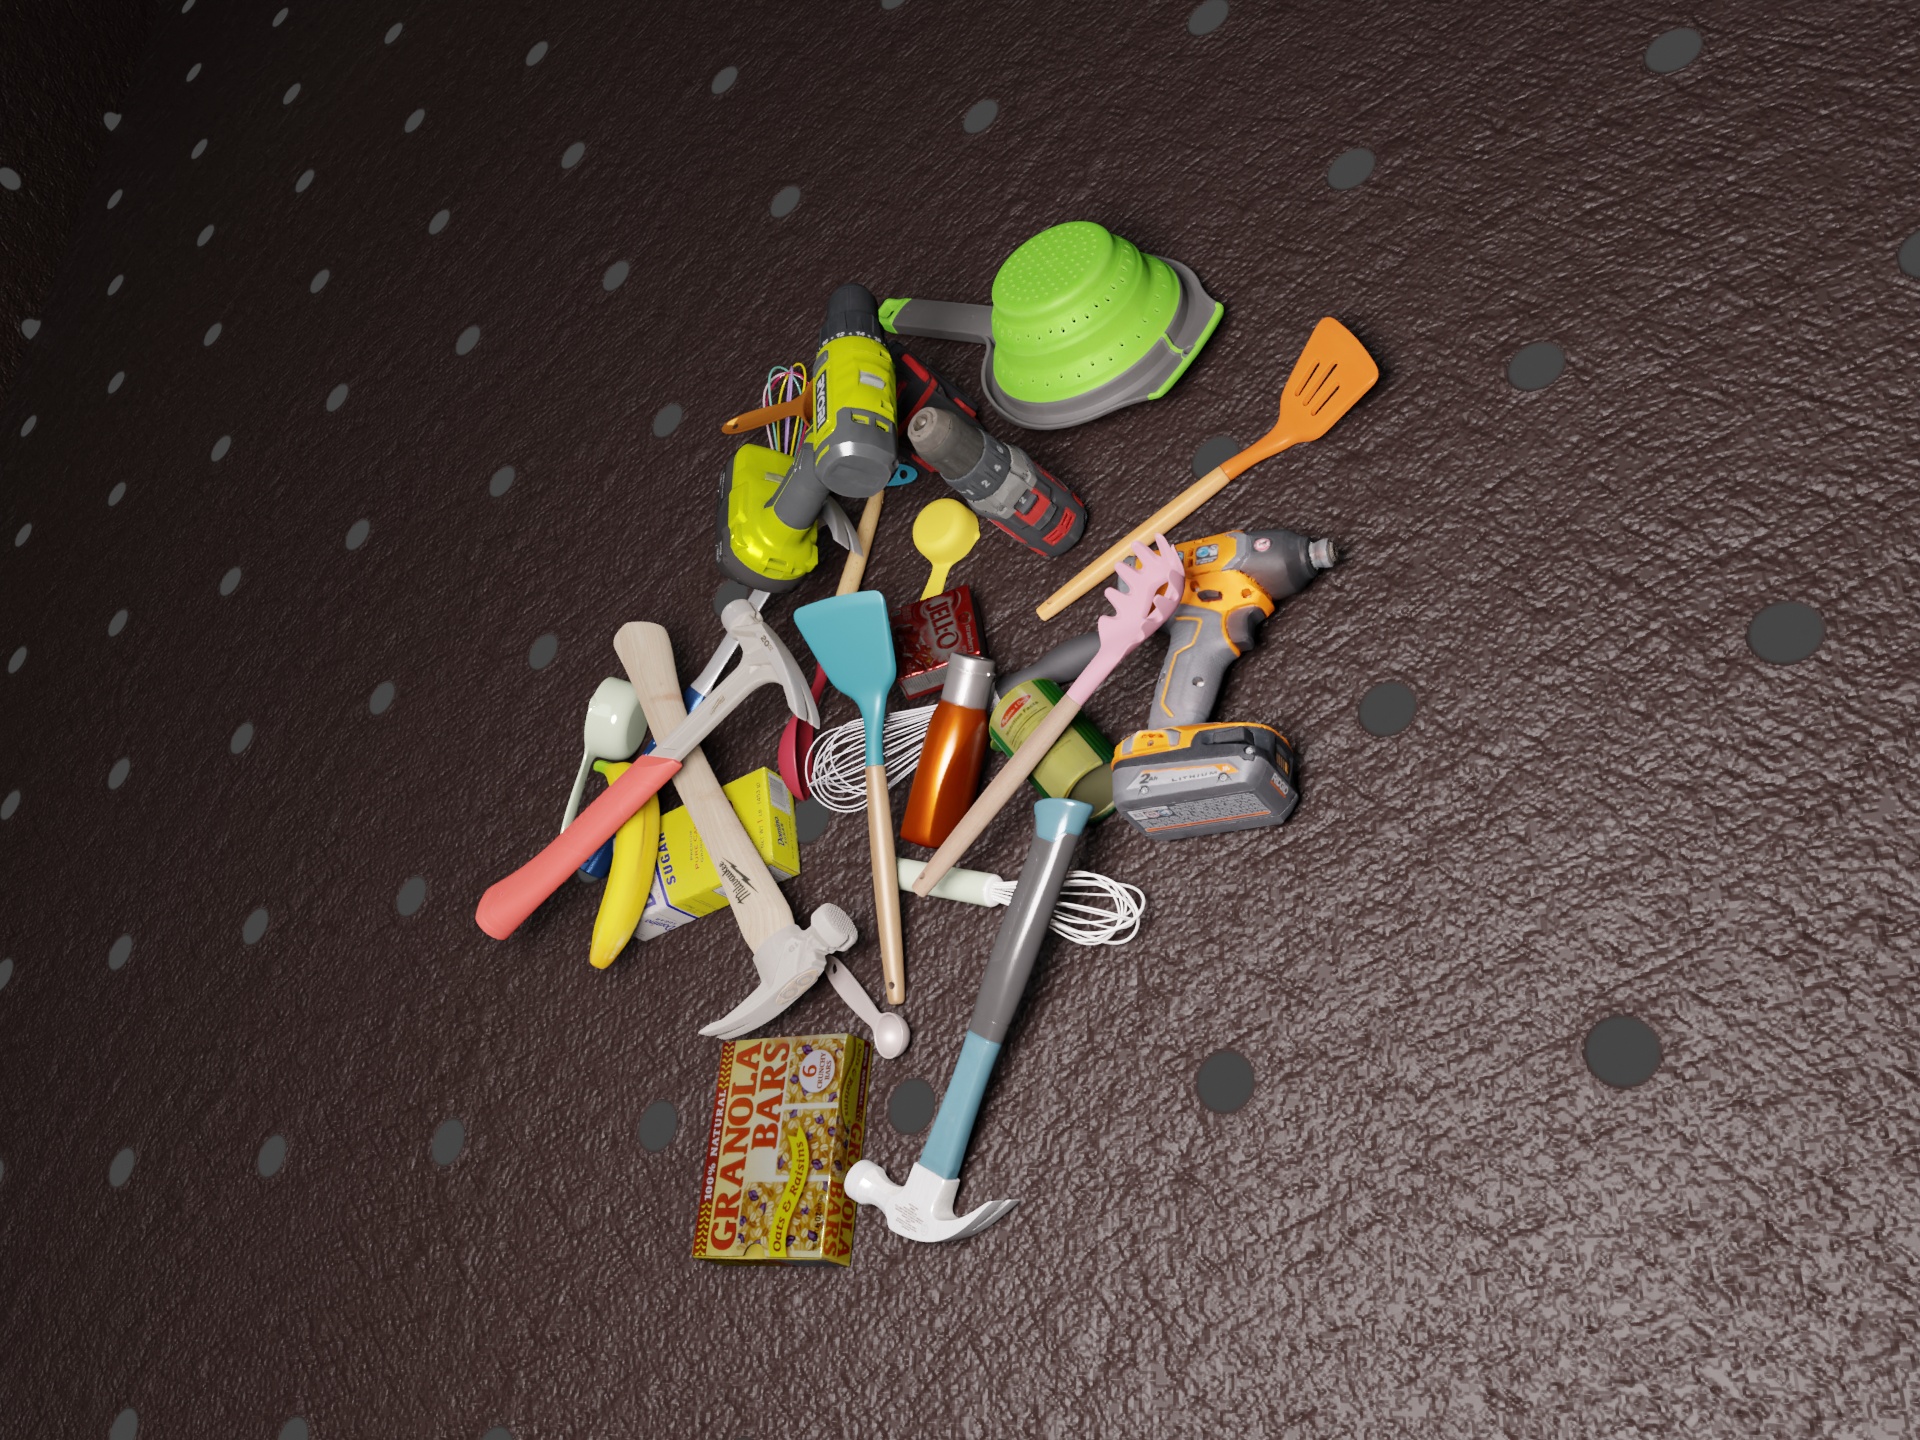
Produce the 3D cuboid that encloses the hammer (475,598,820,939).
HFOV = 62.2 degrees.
[{"bbox_3d":[-0.270,0.064,1.325,0.359,0.036,0.149,-43,51,12],"label":"hammer"}]

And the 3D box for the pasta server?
[{"bbox_3d":[0.060,0.003,1.148,0.316,0.040,0.060,-51,37,10],"label":"pasta server"}]

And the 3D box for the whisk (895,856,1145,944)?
[{"bbox_3d":[0.032,0.128,1.192,0.246,0.057,0.059,6,36,40],"label":"whisk"}]

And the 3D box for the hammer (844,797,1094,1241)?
[{"bbox_3d":[0.021,0.209,1.120,0.128,0.033,0.331,20,91,39],"label":"hammer"}]

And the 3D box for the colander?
[{"bbox_3d":[0.039,-0.370,1.395,0.397,0.094,0.204,20,68,44],"label":"colander"}]

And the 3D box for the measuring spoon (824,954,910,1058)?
[{"bbox_3d":[-0.072,0.218,1.234,0.124,0.018,0.034,40,114,47],"label":"measuring spoon"}]

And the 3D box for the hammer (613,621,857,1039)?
[{"bbox_3d":[-0.222,0.071,1.337,0.146,0.038,0.411,-42,53,13],"label":"hammer"}]

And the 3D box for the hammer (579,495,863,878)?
[{"bbox_3d":[-0.228,-0.033,1.434,0.144,0.035,0.405,36,95,46],"label":"hammer"}]

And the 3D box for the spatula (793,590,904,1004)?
[{"bbox_3d":[-0.071,0.061,1.236,0.082,0.044,0.318,-11,80,25],"label":"spatula"}]

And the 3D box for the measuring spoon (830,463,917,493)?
[{"bbox_3d":[-0.093,-0.228,1.483,0.129,0.021,0.042,4,100,27],"label":"measuring spoon"}]

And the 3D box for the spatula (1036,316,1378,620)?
[{"bbox_3d":[0.184,-0.184,1.248,0.322,0.041,0.081,-37,51,14],"label":"spatula"}]

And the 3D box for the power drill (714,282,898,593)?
[{"bbox_3d":[-0.122,-0.227,1.298,0.228,0.080,0.191,-44,41,47],"label":"power drill"}]

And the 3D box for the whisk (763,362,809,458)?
[{"bbox_3d":[-0.167,-0.241,1.524,0.047,0.051,0.245,-11,63,24],"label":"whisk"}]

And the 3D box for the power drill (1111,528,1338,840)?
[{"bbox_3d":[0.191,-0.037,1.142,0.164,0.084,0.227,-12,56,30],"label":"power drill"}]

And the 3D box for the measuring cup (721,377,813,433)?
[{"bbox_3d":[-0.139,-0.283,1.503,0.173,0.052,0.095,-11,60,20],"label":"measuring cup"}]

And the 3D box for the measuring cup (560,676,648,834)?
[{"bbox_3d":[-0.327,0.041,1.464,0.038,0.083,0.168,12,71,8],"label":"measuring cup"}]

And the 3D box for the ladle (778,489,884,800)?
[{"bbox_3d":[-0.110,-0.075,1.394,0.031,0.069,0.316,9,64,12],"label":"ladle"}]

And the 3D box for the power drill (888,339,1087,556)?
[{"bbox_3d":[-0.011,-0.233,1.317,0.080,0.187,0.227,-52,45,9],"label":"power drill"}]

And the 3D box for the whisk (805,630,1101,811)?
[{"bbox_3d":[-0.002,-0.003,1.277,0.284,0.070,0.070,-25,54,16],"label":"whisk"}]

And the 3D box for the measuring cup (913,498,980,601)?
[{"bbox_3d":[-0.029,-0.121,1.370,0.062,0.029,0.157,5,69,37],"label":"measuring cup"}]
